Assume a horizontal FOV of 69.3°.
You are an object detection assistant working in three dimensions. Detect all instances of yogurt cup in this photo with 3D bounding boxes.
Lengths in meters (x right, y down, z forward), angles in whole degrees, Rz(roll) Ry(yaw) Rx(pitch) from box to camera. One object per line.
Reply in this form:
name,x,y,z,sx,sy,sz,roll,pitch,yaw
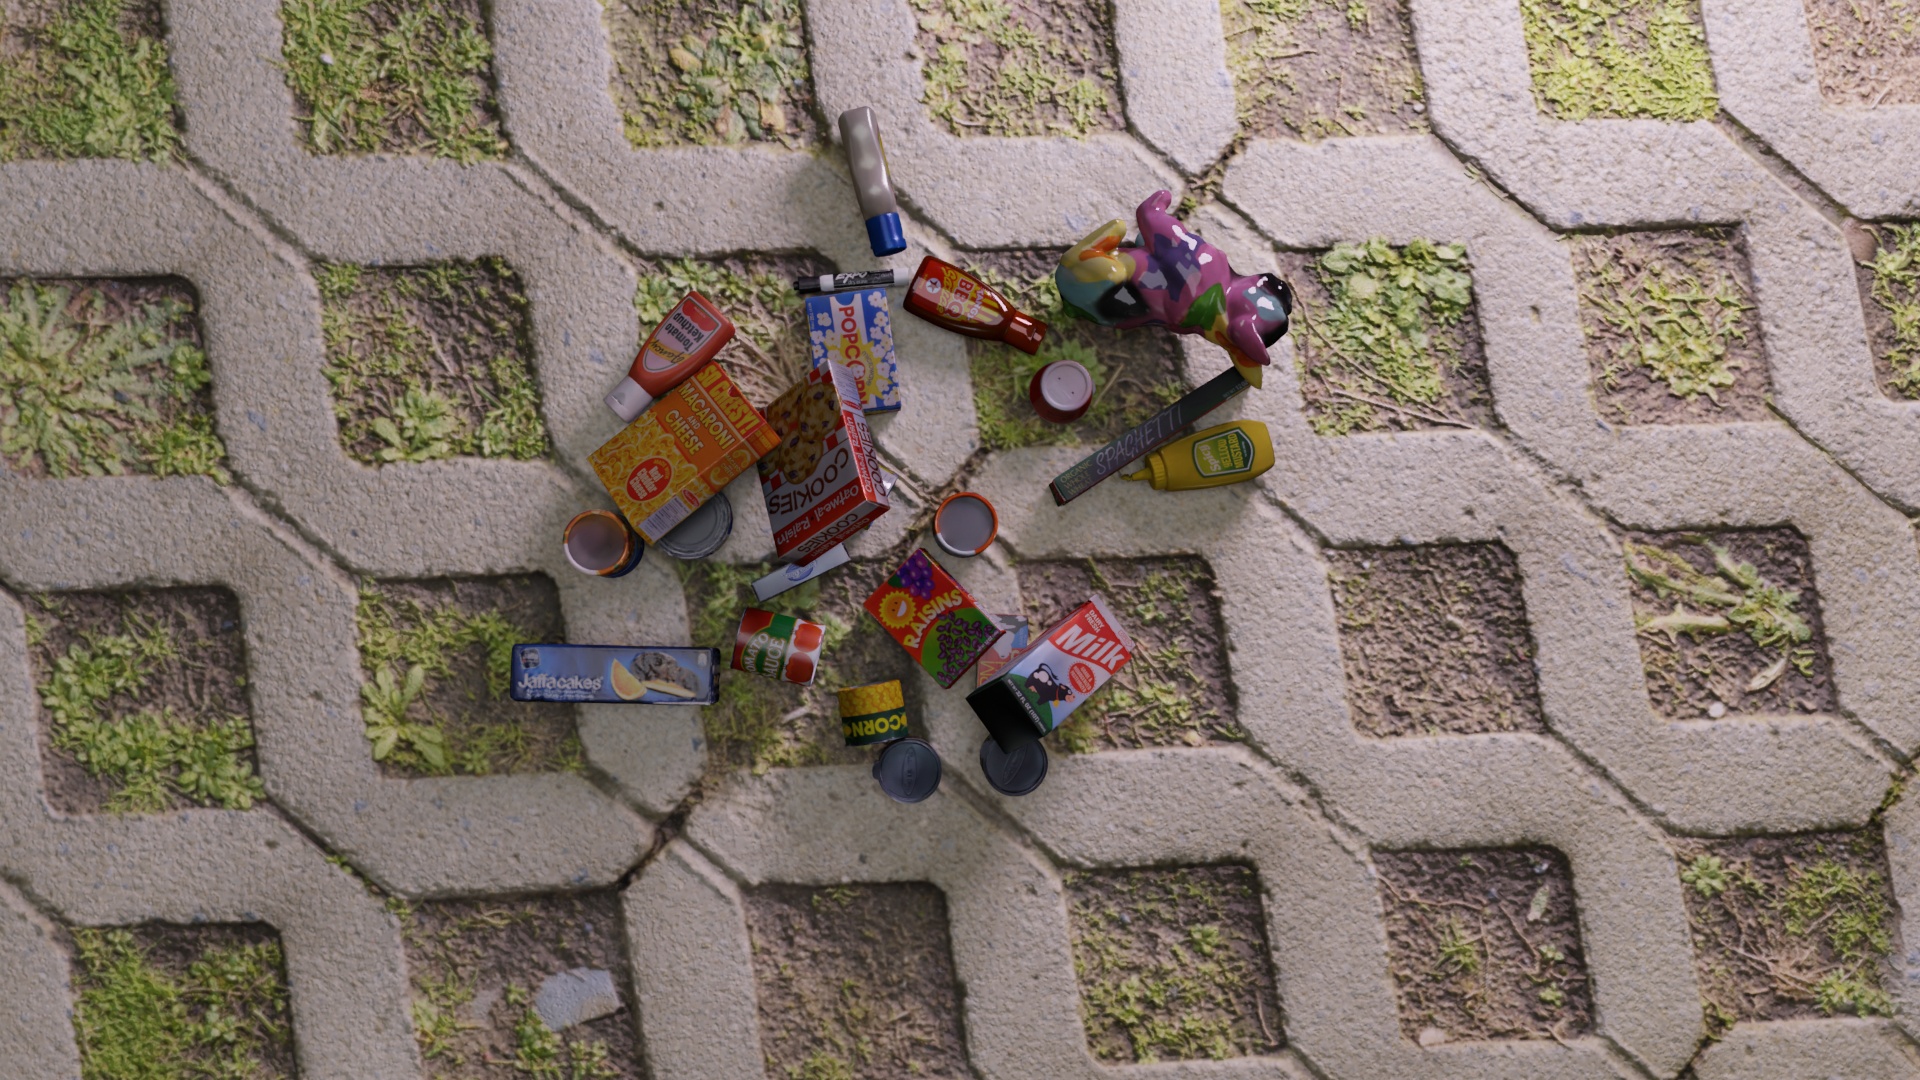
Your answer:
yogurt cup,0.107,-0.158,1.451,0.072,0.054,0.072,0,87,-2

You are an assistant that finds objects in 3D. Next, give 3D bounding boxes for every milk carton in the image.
milk carton,0.102,0.128,1.403,0.191,0.073,0.072,-37,90,-38

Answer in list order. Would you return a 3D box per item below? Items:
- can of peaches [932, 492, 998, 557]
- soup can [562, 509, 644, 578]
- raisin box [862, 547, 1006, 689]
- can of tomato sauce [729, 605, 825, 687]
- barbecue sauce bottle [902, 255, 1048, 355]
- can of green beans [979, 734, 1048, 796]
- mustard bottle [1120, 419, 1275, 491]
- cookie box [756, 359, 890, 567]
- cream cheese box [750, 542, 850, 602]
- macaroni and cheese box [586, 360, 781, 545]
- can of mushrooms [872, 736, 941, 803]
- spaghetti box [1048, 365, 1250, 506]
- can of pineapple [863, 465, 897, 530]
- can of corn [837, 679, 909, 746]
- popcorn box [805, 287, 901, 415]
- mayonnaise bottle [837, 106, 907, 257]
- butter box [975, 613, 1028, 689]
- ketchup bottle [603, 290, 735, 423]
can of peaches,0.005,-0.018,1.435,0.071,0.058,0.071,0,87,-3
soup can,-0.357,0.002,1.401,0.071,0.083,0.071,0,87,-3
raisin box,-0.026,0.079,1.424,0.086,0.040,0.123,-46,81,5
can of tomato sauce,-0.185,0.109,1.411,0.083,0.071,0.071,14,86,-3
barbecue sauce bottle,0.018,-0.241,1.456,0.148,0.043,0.065,25,85,-2
can of green beans,0.054,0.225,1.424,0.071,0.058,0.071,0,87,-3
mustard bottle,0.246,-0.082,1.457,0.160,0.049,0.065,-15,86,-4
cookie box,-0.143,-0.076,1.380,0.122,0.040,0.168,-32,60,28
cream cheese box,-0.163,0.032,1.425,0.104,0.053,0.024,-25,91,-4
macaroni and cheese box,-0.280,-0.091,1.400,0.166,0.040,0.124,-39,52,-4
can of mushrooms,-0.055,0.235,1.430,0.071,0.033,0.071,0,88,-3
spaghetti box,0.203,-0.114,1.456,0.250,0.050,0.028,-32,87,-4
can of pineapple,-0.105,-0.051,1.429,0.058,0.071,0.071,30,86,-2
can of corn,-0.089,0.175,1.412,0.071,0.071,0.058,-9,87,-4
popcorn box,-0.111,-0.193,1.449,0.085,0.038,0.126,-8,88,-2
mayonnaise bottle,-0.091,-0.372,1.450,0.041,0.065,0.148,-15,92,-1
butter box,0.042,0.128,1.446,0.053,0.024,0.103,2,86,-2
ketchup bottle,-0.304,-0.185,1.434,0.065,0.043,0.149,42,86,12
